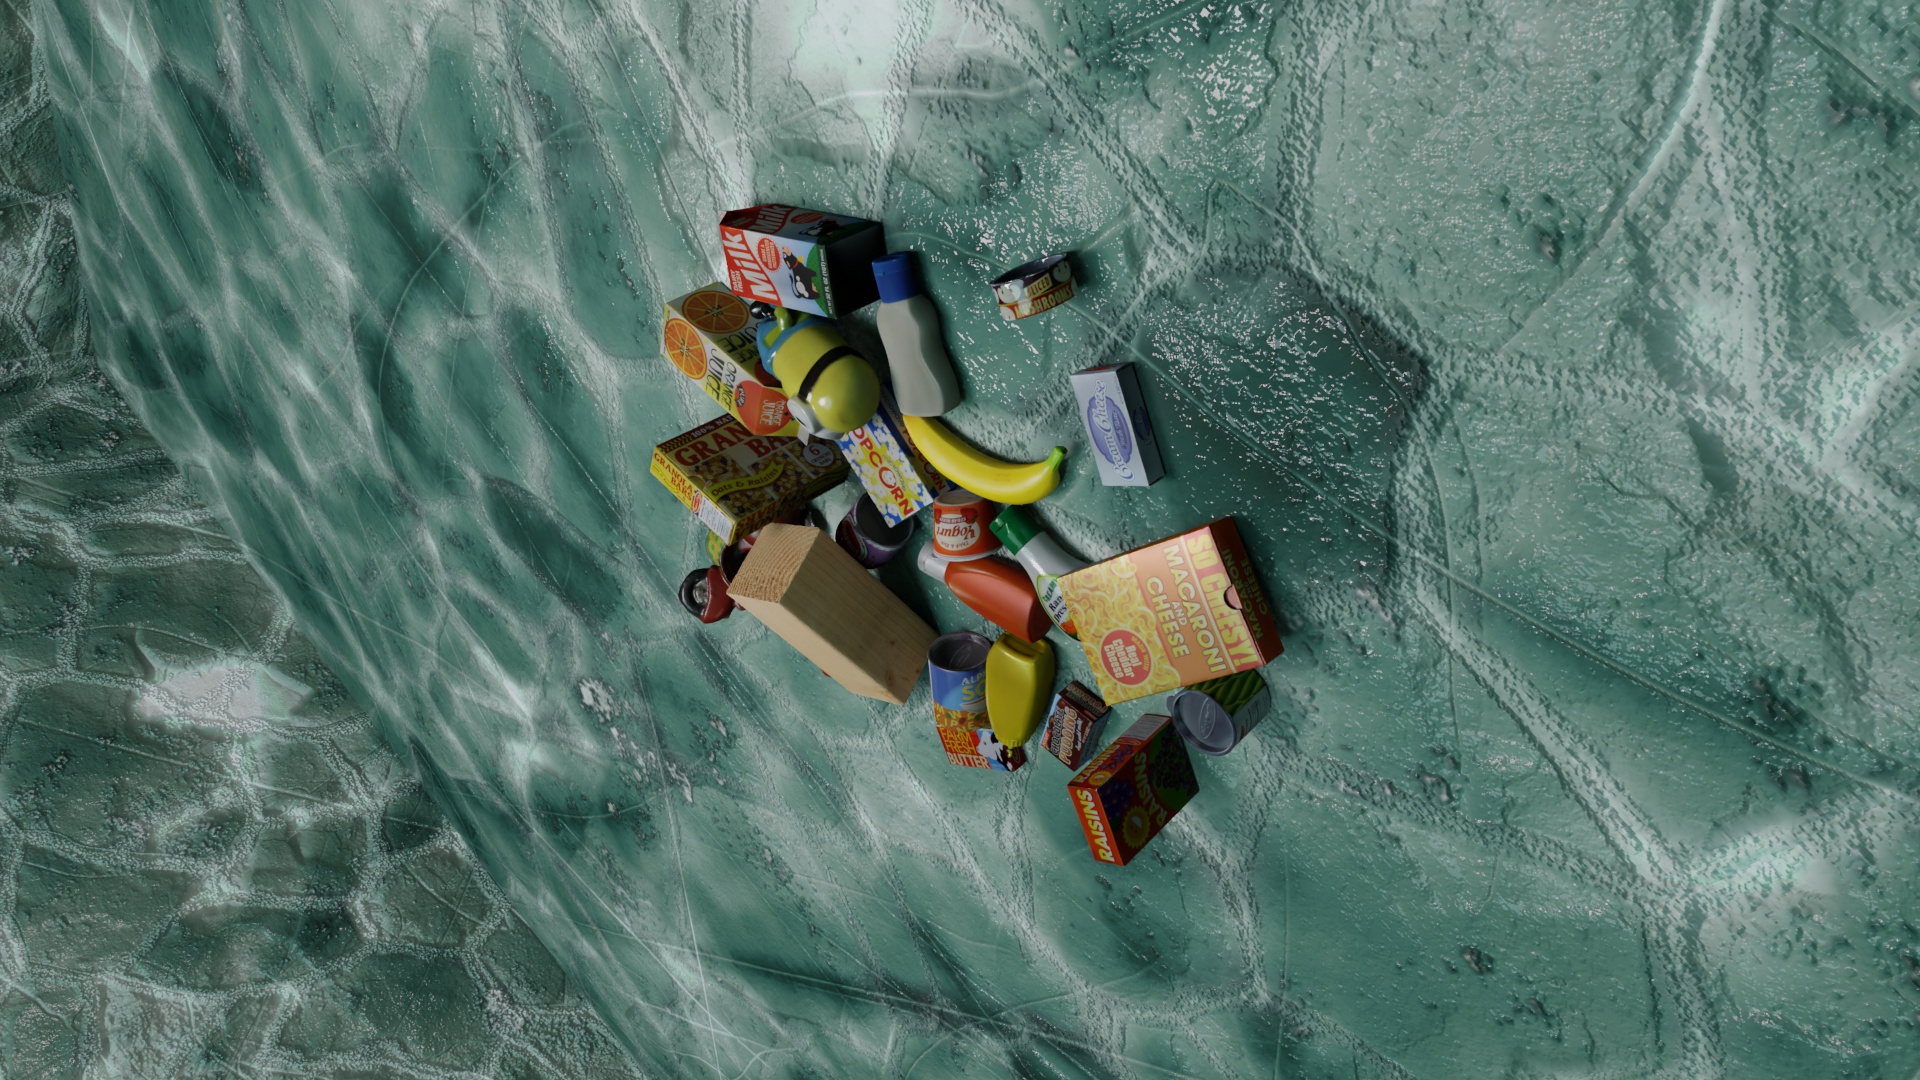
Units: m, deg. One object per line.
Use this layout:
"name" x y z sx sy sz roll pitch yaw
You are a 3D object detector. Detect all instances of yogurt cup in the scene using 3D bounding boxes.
"yogurt cup" 0.005 -0.017 1.322 0.072 0.073 0.053 10 115 43

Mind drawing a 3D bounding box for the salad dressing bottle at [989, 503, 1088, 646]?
"salad dressing bottle" 0.087 0.031 1.281 0.148 0.044 0.064 49 131 9

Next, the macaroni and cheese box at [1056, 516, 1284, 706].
"macaroni and cheese box" 0.174 0.063 1.176 0.166 0.040 0.123 -22 90 41

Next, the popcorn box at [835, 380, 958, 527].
"popcorn box" -0.069 -0.085 1.371 0.085 0.038 0.126 -29 93 51

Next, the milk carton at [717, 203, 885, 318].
"milk carton" -0.161 -0.268 1.311 0.191 0.074 0.072 19 128 39

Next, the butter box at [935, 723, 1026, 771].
"butter box" 0.021 0.219 1.504 0.103 0.024 0.053 -4 113 48

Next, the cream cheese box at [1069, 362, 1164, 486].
"cream cheese box" 0.131 -0.096 1.160 0.053 0.024 0.103 1 117 48

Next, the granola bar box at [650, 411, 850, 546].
"granola bar box" -0.213 -0.078 1.428 0.124 0.166 0.038 41 137 18

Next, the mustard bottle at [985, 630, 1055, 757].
"mustard bottle" 0.056 0.161 1.404 0.065 0.049 0.159 28 135 25

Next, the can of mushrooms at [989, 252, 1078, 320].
"can of mushrooms" 0.060 -0.205 1.121 0.071 0.071 0.033 -2 116 48

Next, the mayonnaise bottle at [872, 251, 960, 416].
"mayonnaise bottle" -0.045 -0.188 1.271 0.065 0.041 0.147 7 120 43

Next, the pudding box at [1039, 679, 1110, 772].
"pudding box" 0.113 0.184 1.375 0.050 0.030 0.083 38 139 23

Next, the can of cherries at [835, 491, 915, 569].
"can of cherries" -0.090 -0.010 1.421 0.071 0.072 0.058 53 142 4

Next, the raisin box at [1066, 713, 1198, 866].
"raisin box" 0.160 0.228 1.280 0.040 0.124 0.086 0 116 47

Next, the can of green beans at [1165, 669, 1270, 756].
"can of green beans" 0.225 0.143 1.202 0.071 0.058 0.071 27 134 32

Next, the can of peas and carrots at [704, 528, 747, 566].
"can of peas and carrots" -0.253 0.000 1.609 0.058 0.071 0.071 -10 109 49

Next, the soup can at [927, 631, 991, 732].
"soup can" 0.004 0.147 1.437 0.071 0.072 0.083 23 132 35

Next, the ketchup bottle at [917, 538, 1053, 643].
"ketchup bottle" 0.023 0.043 1.359 0.149 0.044 0.064 27 133 32

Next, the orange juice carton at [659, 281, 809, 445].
"orange juice carton" -0.219 -0.178 1.438 0.193 0.073 0.071 40 139 19

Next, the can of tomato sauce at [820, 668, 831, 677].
"can of tomato sauce" -0.134 0.101 1.553 0.071 0.071 0.082 13 125 41
